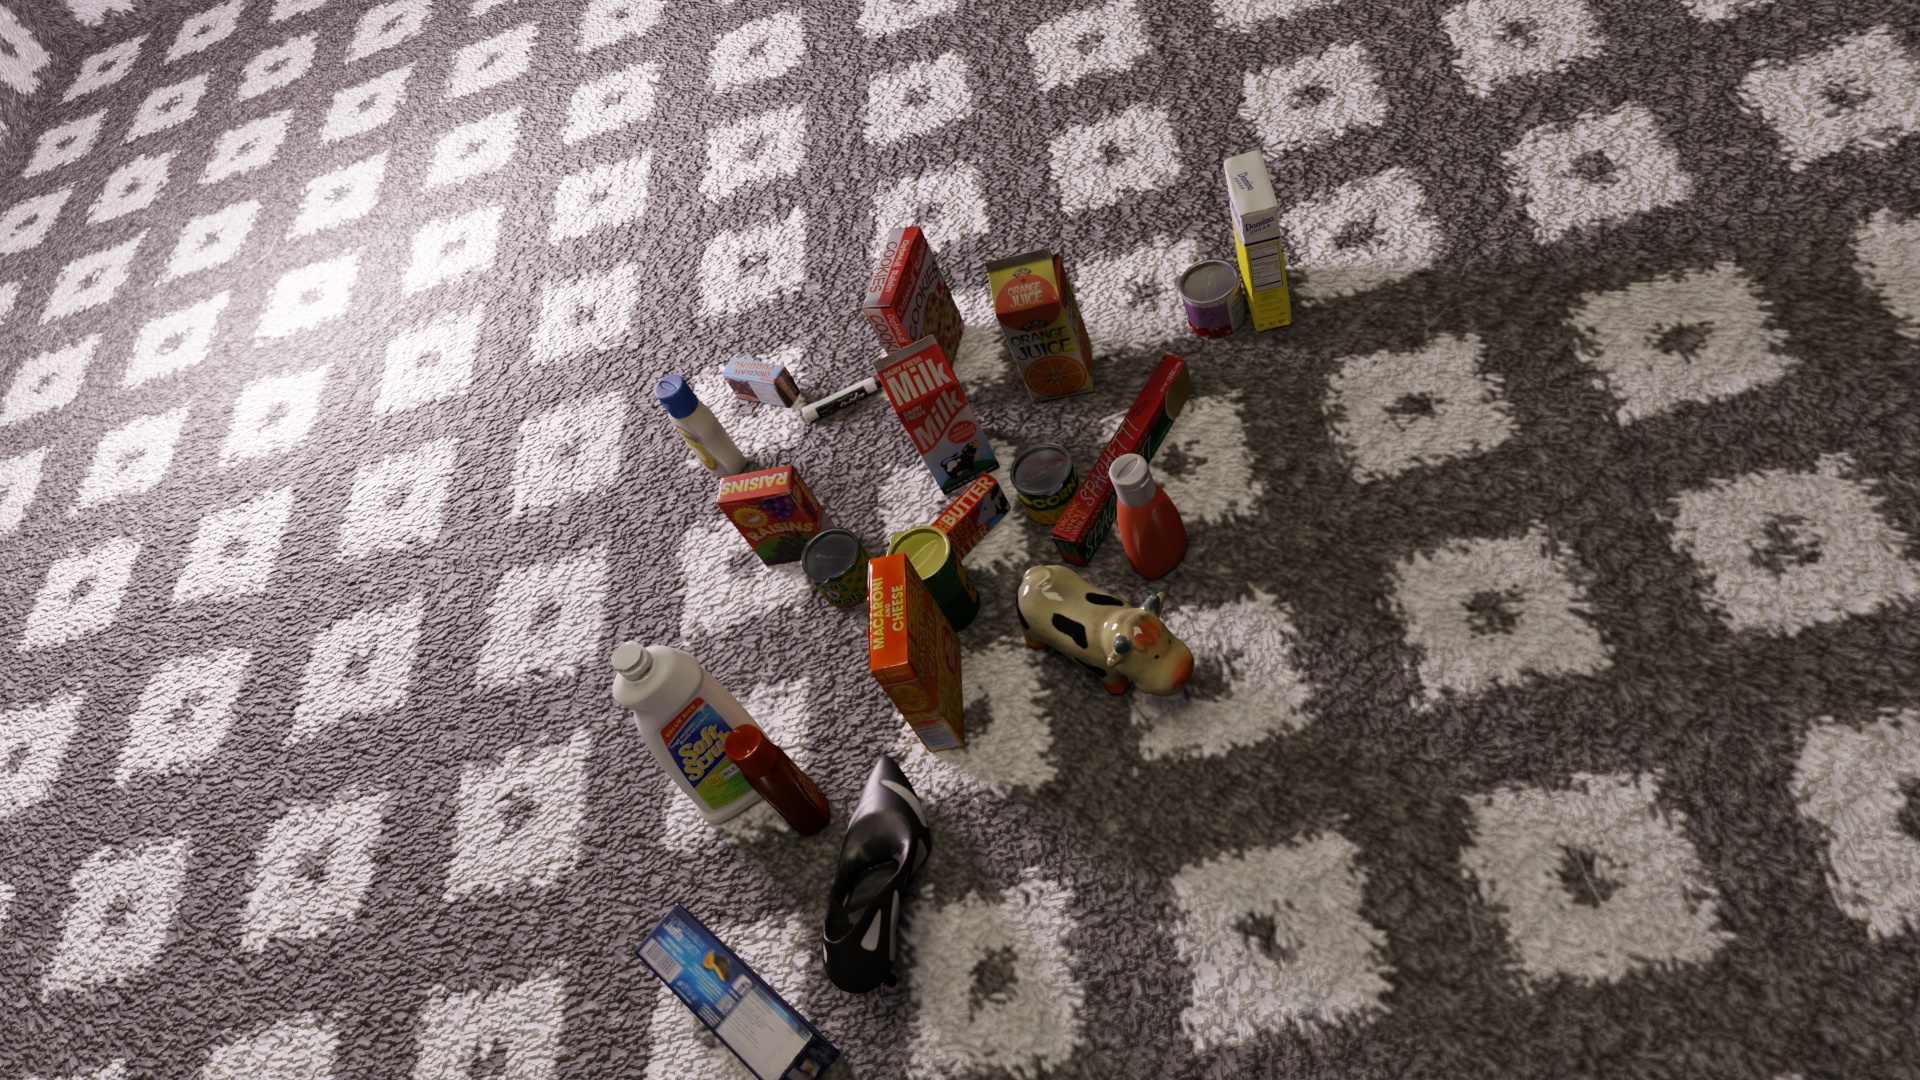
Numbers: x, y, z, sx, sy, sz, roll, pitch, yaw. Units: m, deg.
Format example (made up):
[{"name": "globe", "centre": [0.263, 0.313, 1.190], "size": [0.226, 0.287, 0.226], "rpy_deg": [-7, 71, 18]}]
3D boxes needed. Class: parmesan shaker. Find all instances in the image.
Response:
[{"name": "parmesan shaker", "centre": [-0.027, 0.039, 1.398], "size": [0.071, 0.102, 0.071], "rpy_deg": [-11, 53, 15]}]

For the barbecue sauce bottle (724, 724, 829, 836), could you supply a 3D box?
[{"name": "barbecue sauce bottle", "centre": [-0.172, 0.220, 1.295], "size": [0.044, 0.148, 0.065], "rpy_deg": [-35, 51, -5]}]

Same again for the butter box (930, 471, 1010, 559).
[{"name": "butter box", "centre": [0.005, -0.018, 1.459], "size": [0.104, 0.053, 0.024], "rpy_deg": [-46, 52, -13]}]

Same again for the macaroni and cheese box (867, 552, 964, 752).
[{"name": "macaroni and cheese box", "centre": [-0.041, 0.108, 1.312], "size": [0.040, 0.165, 0.124], "rpy_deg": [-13, 52, 13]}]

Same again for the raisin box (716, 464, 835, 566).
[{"name": "raisin box", "centre": [-0.196, -0.025, 1.499], "size": [0.086, 0.123, 0.040], "rpy_deg": [-9, 53, 16]}]

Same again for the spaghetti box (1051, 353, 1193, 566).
[{"name": "spaghetti box", "centre": [0.171, -0.084, 1.443], "size": [0.029, 0.050, 0.251], "rpy_deg": [19, 65, 32]}]

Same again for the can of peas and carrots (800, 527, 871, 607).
[{"name": "can of peas and carrots", "centre": [-0.128, 0.031, 1.473], "size": [0.071, 0.058, 0.071], "rpy_deg": [-11, 53, 15]}]

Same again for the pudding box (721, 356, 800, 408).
[{"name": "pudding box", "centre": [-0.243, -0.192, 1.686], "size": [0.084, 0.049, 0.030], "rpy_deg": [12, 62, 29]}]

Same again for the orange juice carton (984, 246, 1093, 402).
[{"name": "orange juice carton", "centre": [0.087, -0.240, 1.497], "size": [0.072, 0.192, 0.073], "rpy_deg": [-10, 53, 16]}]

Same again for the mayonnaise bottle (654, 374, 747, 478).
[{"name": "mayonnaise bottle", "centre": [-0.303, -0.131, 1.602], "size": [0.065, 0.147, 0.041], "rpy_deg": [25, 69, 34]}]

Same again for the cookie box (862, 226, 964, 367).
[{"name": "cookie box", "centre": [-0.049, -0.254, 1.578], "size": [0.040, 0.166, 0.123], "rpy_deg": [1, 57, 23]}]

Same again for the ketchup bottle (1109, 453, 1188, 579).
[{"name": "ketchup bottle", "centre": [0.178, -0.025, 1.333], "size": [0.043, 0.148, 0.065], "rpy_deg": [33, 73, 36]}]

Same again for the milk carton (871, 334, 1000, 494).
[{"name": "milk carton", "centre": [-0.029, -0.141, 1.473], "size": [0.072, 0.189, 0.074], "rpy_deg": [-26, 51, 3]}]

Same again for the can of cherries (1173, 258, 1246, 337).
[{"name": "can of cherries", "centre": [0.275, -0.266, 1.528], "size": [0.071, 0.058, 0.072], "rpy_deg": [-11, 53, 15]}]

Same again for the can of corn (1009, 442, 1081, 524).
[{"name": "can of corn", "centre": [0.092, -0.057, 1.449], "size": [0.071, 0.058, 0.071], "rpy_deg": [-11, 53, 15]}]
